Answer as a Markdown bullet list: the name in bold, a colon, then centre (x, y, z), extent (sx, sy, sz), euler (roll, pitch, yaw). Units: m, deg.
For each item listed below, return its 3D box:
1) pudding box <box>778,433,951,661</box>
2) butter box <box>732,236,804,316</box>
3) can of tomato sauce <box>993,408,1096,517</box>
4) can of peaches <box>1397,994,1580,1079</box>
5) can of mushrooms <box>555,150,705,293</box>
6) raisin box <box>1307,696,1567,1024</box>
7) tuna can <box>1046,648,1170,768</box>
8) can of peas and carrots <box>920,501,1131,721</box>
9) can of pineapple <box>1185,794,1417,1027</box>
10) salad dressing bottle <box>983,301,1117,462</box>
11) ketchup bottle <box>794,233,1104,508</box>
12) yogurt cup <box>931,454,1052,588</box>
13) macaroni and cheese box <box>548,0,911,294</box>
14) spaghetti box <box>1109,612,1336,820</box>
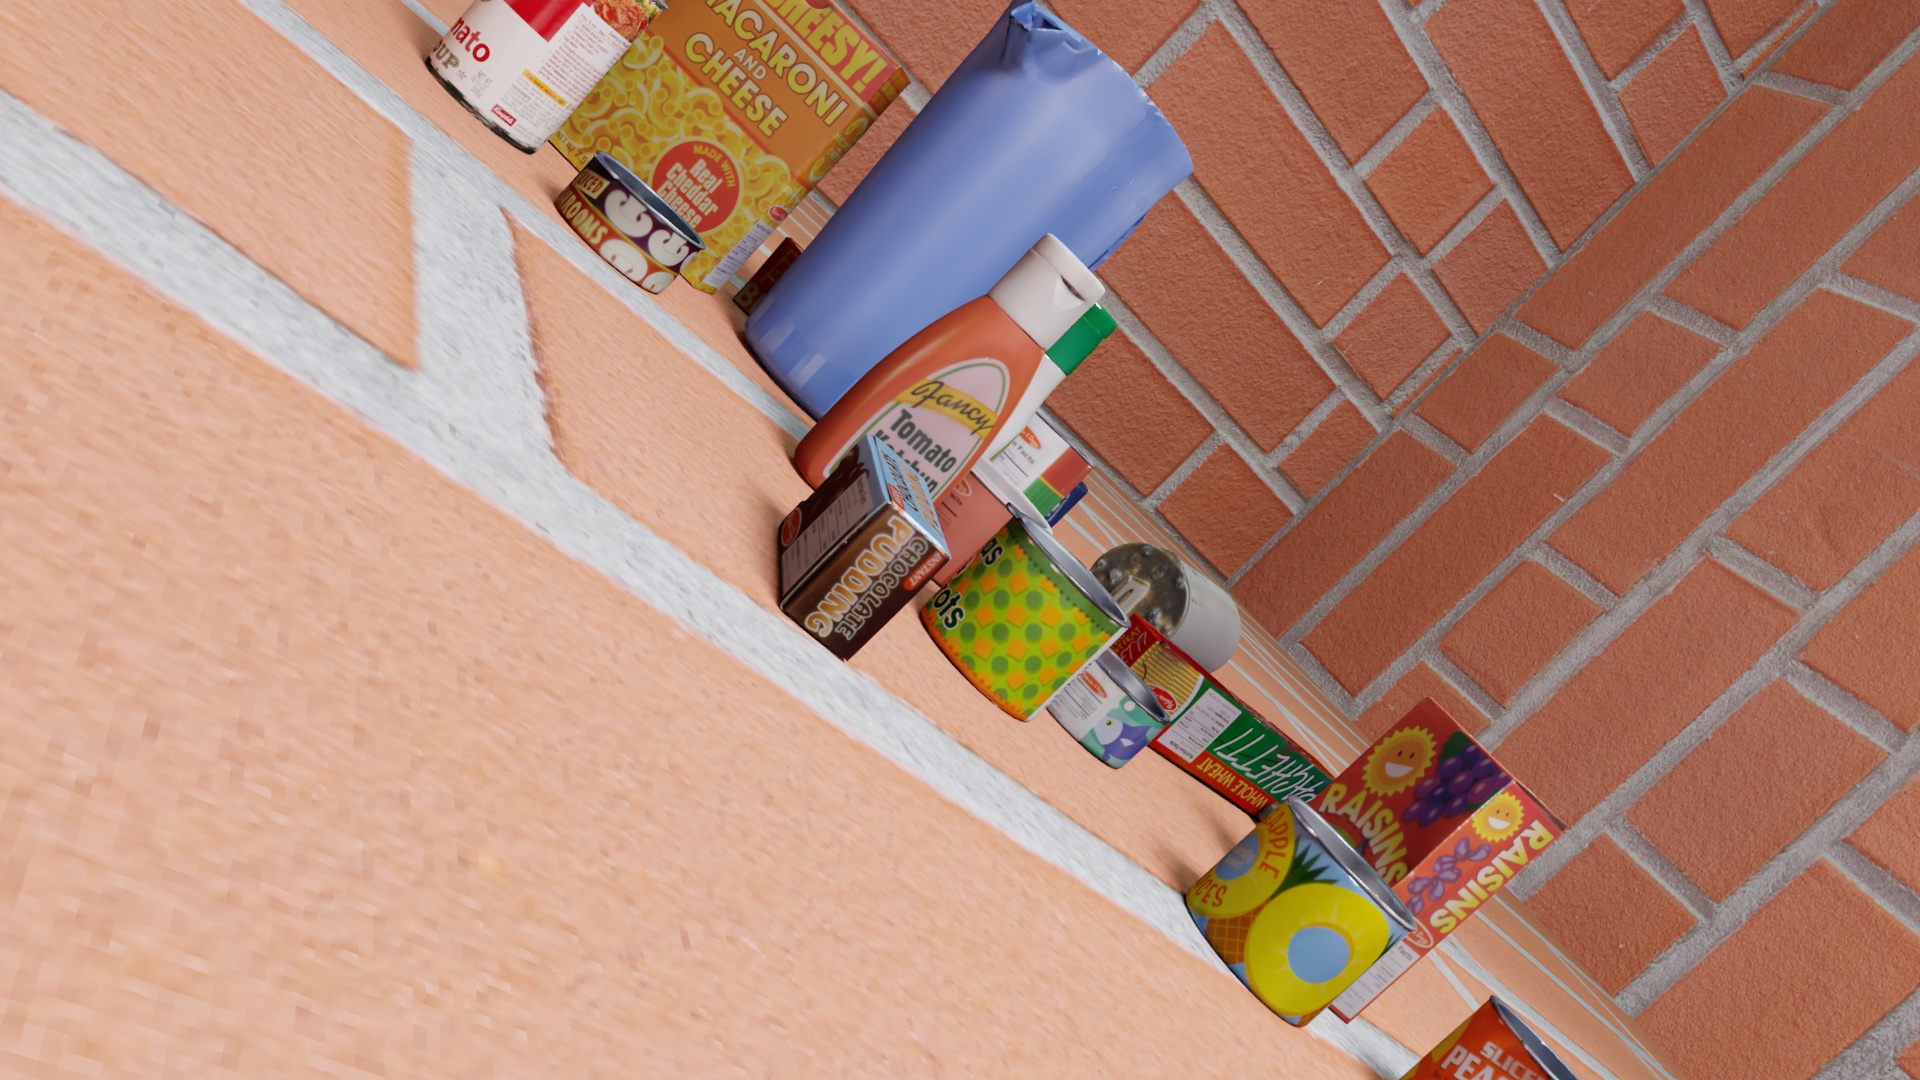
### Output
- **pudding box**: centre (-0.034, -0.001, 0.461), extent (0.030, 0.049, 0.084), euler (42, 8, -18)
- **butter box**: centre (-0.085, -0.132, 0.851), extent (0.103, 0.053, 0.024), euler (45, 8, -1)
- **can of tomato sauce**: centre (0.033, -0.039, 0.865), extent (0.071, 0.083, 0.071), euler (44, 8, -7)
- **can of peaches**: centre (0.199, 0.213, 0.513), extent (0.071, 0.058, 0.071), euler (44, 8, -7)
- **can of mushrooms**: centre (-0.158, -0.152, 0.660), extent (0.071, 0.033, 0.071), euler (44, 8, -7)
- **raisin box**: centre (0.189, 0.137, 0.609), extent (0.040, 0.123, 0.086), euler (43, 8, -16)
- **tuna can**: centre (0.063, 0.071, 0.640), extent (0.071, 0.033, 0.071), euler (44, 8, -7)
- **can of peas and carrots**: centre (0.025, 0.029, 0.566), extent (0.071, 0.058, 0.071), euler (44, 8, -7)
- **can of pineapple**: centre (0.127, 0.139, 0.527), extent (0.071, 0.058, 0.071), euler (44, 8, -7)
- **salad dressing bottle**: centre (0.018, -0.072, 0.725), extent (0.044, 0.147, 0.064), euler (43, 8, -12)
- **ketchup bottle**: centre (-0.002, -0.069, 0.608), extent (0.064, 0.148, 0.044), euler (40, 9, -30)
- **yogurt cup**: centre (0.002, -0.008, 0.662), extent (0.072, 0.054, 0.072), euler (44, 8, -7)
- **macaroni and cheese box**: centre (-0.129, -0.241, 0.777), extent (0.124, 0.166, 0.040), euler (45, 8, 4)
- **spaghetti box**: centre (0.149, 0.114, 0.789), extent (0.249, 0.050, 0.029), euler (37, 11, -44)
